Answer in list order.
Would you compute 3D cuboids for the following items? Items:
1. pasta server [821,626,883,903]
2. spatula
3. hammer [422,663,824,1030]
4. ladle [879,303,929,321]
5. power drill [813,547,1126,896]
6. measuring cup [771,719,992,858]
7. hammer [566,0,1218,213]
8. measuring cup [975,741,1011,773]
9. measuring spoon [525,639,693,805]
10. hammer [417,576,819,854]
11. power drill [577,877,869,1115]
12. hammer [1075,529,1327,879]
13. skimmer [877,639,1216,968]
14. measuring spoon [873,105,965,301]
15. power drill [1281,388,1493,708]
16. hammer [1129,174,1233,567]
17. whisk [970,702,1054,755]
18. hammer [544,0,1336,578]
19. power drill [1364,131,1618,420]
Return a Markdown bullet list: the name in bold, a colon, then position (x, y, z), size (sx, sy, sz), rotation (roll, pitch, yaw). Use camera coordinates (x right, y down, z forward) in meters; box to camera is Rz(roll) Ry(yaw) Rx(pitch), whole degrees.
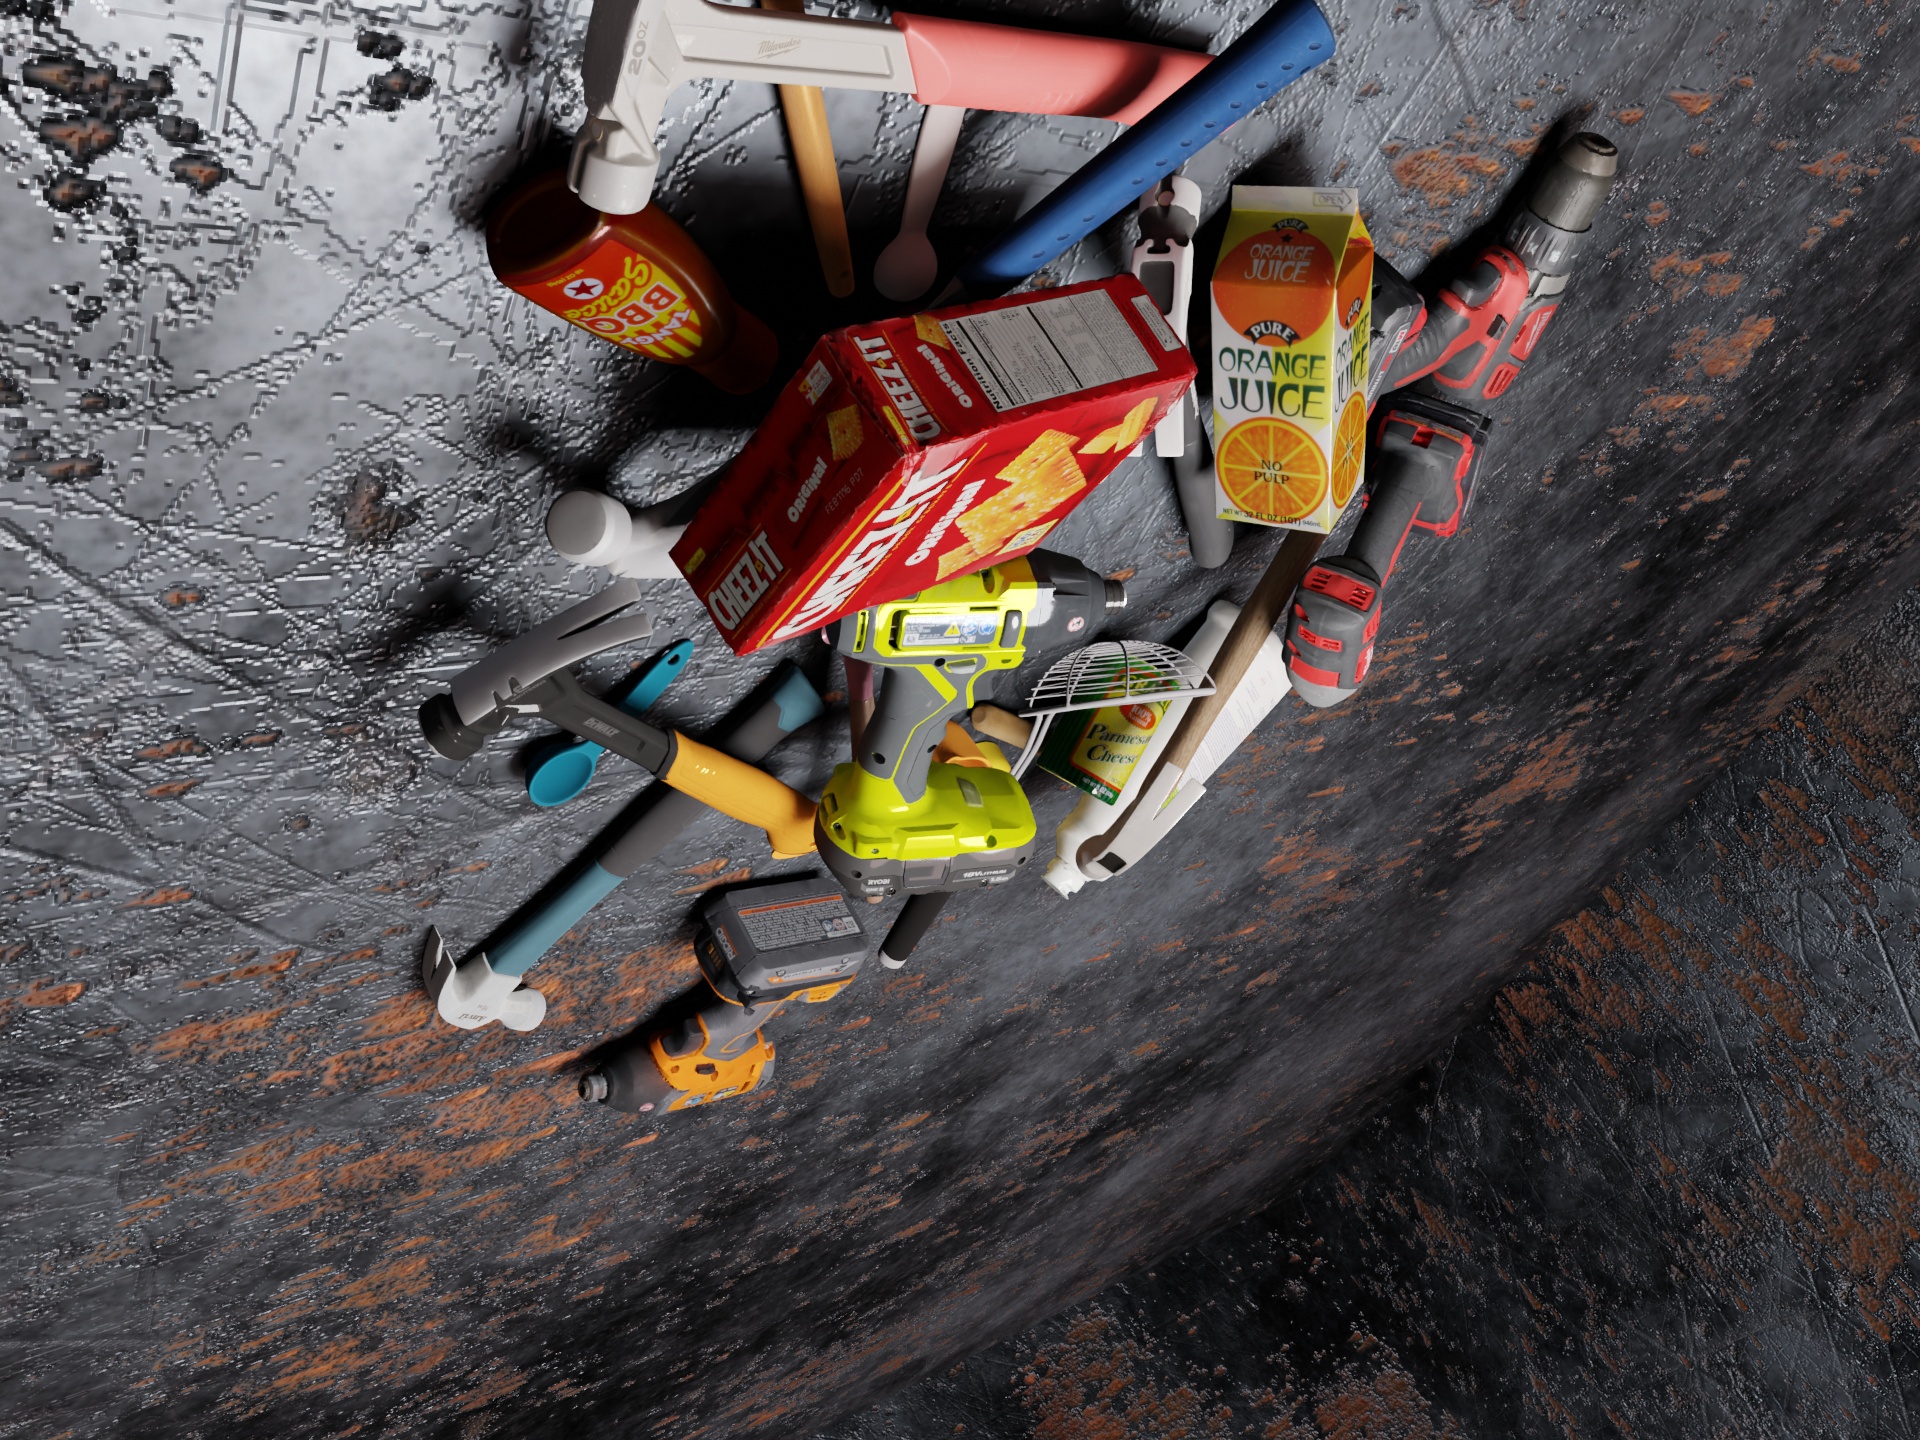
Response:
- **pasta server**: position (-0.060, 0.009, 1.000), size (0.060, 0.040, 0.316), rotation (-10, 132, -11)
- **spatula**: position (-0.066, -0.281, 0.622), size (0.081, 0.041, 0.322), rotation (-33, 153, -13)
- **hammer**: position (-0.212, 0.084, 1.013), size (0.331, 0.033, 0.128), rotation (-42, 152, 10)
- **ladle**: position (-0.025, -0.114, 0.931), size (0.069, 0.031, 0.315), rotation (-27, 152, -17)
- **power drill**: position (-0.001, -0.003, 0.940), size (0.171, 0.080, 0.223), rotation (-3, 131, -17)
- **measuring cup**: position (-0.062, 0.050, 1.106), size (0.173, 0.052, 0.095), rotation (-18, 146, -27)
- **hammer**: position (0.008, -0.282, 0.663), size (0.359, 0.037, 0.149), rotation (-17, 148, -43)
- **measuring cup**: position (-0.029, 0.066, 1.184), size (0.156, 0.029, 0.062), rotation (-27, 150, -20)
- **measuring spoon**: position (-0.204, -0.004, 0.916), size (0.128, 0.021, 0.042), rotation (-46, 152, -1)
- **hammer**: position (-0.149, 0.020, 0.901), size (0.127, 0.034, 0.336), rotation (-30, 155, 10)
- **power drill**: position (-0.183, 0.219, 1.197), size (0.164, 0.084, 0.226), rotation (-4, 142, -43)
- **hammer**: position (0.188, -0.034, 1.121), size (0.331, 0.031, 0.130), rotation (-57, -177, -18)
- **skimmer**: position (0.042, 0.077, 1.106), size (0.127, 0.090, 0.363), rotation (-6, 140, -43)
- **measuring spoon**: position (-0.013, -0.249, 0.749), size (0.034, 0.018, 0.124), rotation (-16, 145, -32)
- **power drill**: position (0.292, -0.113, 1.121), size (0.220, 0.078, 0.143), rotation (-57, 159, -23)
- **hammer**: position (0.136, -0.166, 0.957), size (0.035, 0.146, 0.334), rotation (3, 164, 15)
- **whisk**: position (0.084, 0.023, 1.233), size (0.051, 0.047, 0.244), rotation (-44, 147, 17)
- **hammer**: position (-0.005, -0.192, 0.741), size (0.405, 0.035, 0.144), rotation (-35, 172, 10)
- **power drill**: position (0.308, -0.273, 1.006), size (0.226, 0.080, 0.187), rotation (-20, 148, -32)
